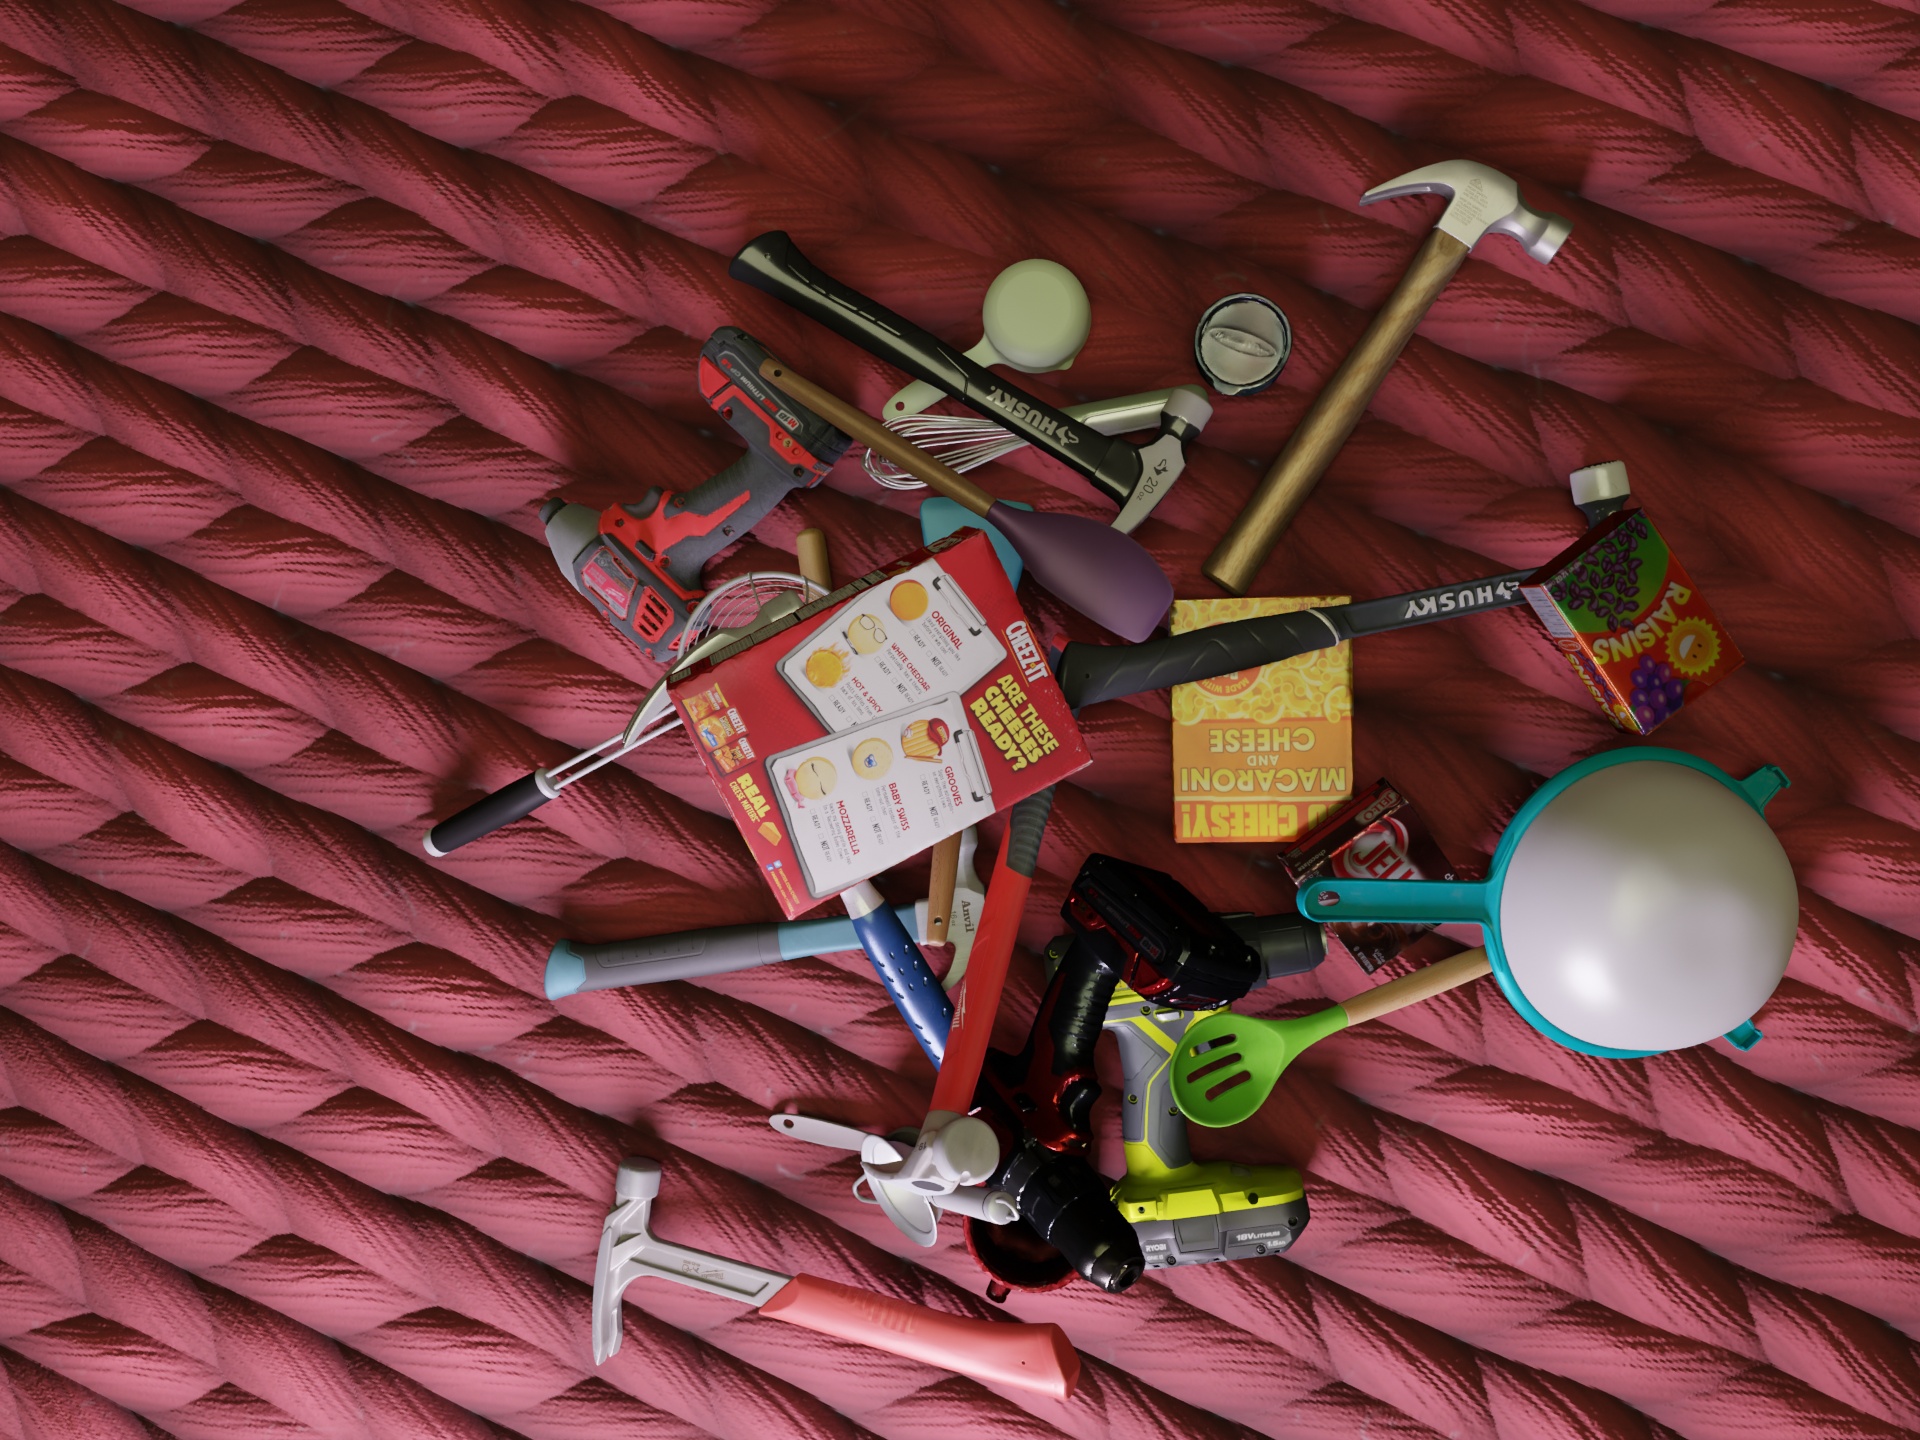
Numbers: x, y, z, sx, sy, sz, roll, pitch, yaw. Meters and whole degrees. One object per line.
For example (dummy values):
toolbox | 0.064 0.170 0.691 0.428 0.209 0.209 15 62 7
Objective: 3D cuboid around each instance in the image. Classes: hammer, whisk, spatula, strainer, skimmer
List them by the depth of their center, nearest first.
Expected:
strainer | 0.389 0.124 1.006 0.340 0.095 0.211 2 96 -9
spatula | 0.000 -0.154 1.045 0.316 0.018 0.060 33 85 8
hammer | 0.024 0.117 1.048 0.038 0.143 0.387 25 63 -16
strainer | -0.012 0.311 1.049 0.050 0.258 0.087 -26 90 -23
hammer | 0.259 -0.061 1.053 0.409 0.036 0.149 -12 92 -5
hammer | -0.073 0.120 1.065 0.144 0.035 0.405 -31 107 -4
hammer | -0.008 -0.230 1.075 0.335 0.035 0.146 30 85 3
hammer | 0.268 -0.232 1.088 0.130 0.031 0.331 34 95 5
spatula | -0.002 -0.003 1.091 0.082 0.044 0.318 4 69 4
hammer | -0.094 0.418 1.109 0.359 0.036 0.149 8 92 20
whisk | 0.051 -0.202 1.110 0.246 0.059 0.057 -10 128 3
whisk | -0.087 -0.017 1.125 0.051 0.047 0.245 -8 82 -7
skimmer | -0.234 0.013 1.132 0.363 0.090 0.127 -26 96 25
hammer | -0.142 0.159 1.148 0.331 0.033 0.128 -9 89 7

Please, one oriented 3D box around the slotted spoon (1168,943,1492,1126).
slotted spoon | 0.276 0.188 1.052 0.313 0.031 0.070 -19 88 -13

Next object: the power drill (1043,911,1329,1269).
power drill | 0.169 0.243 1.089 0.190 0.080 0.228 -10 87 8

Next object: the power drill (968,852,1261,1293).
power drill | 0.091 0.219 0.994 0.188 0.080 0.226 43 107 45

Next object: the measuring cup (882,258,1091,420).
measuring cup | 0.015 -0.260 1.115 0.167 0.038 0.083 -32 87 5

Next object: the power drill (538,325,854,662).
power drill | -0.193 -0.164 1.128 0.143 0.078 0.219 43 99 4

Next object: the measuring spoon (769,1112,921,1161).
measuring spoon | -0.078 0.298 1.153 0.124 0.018 0.034 8 113 13
